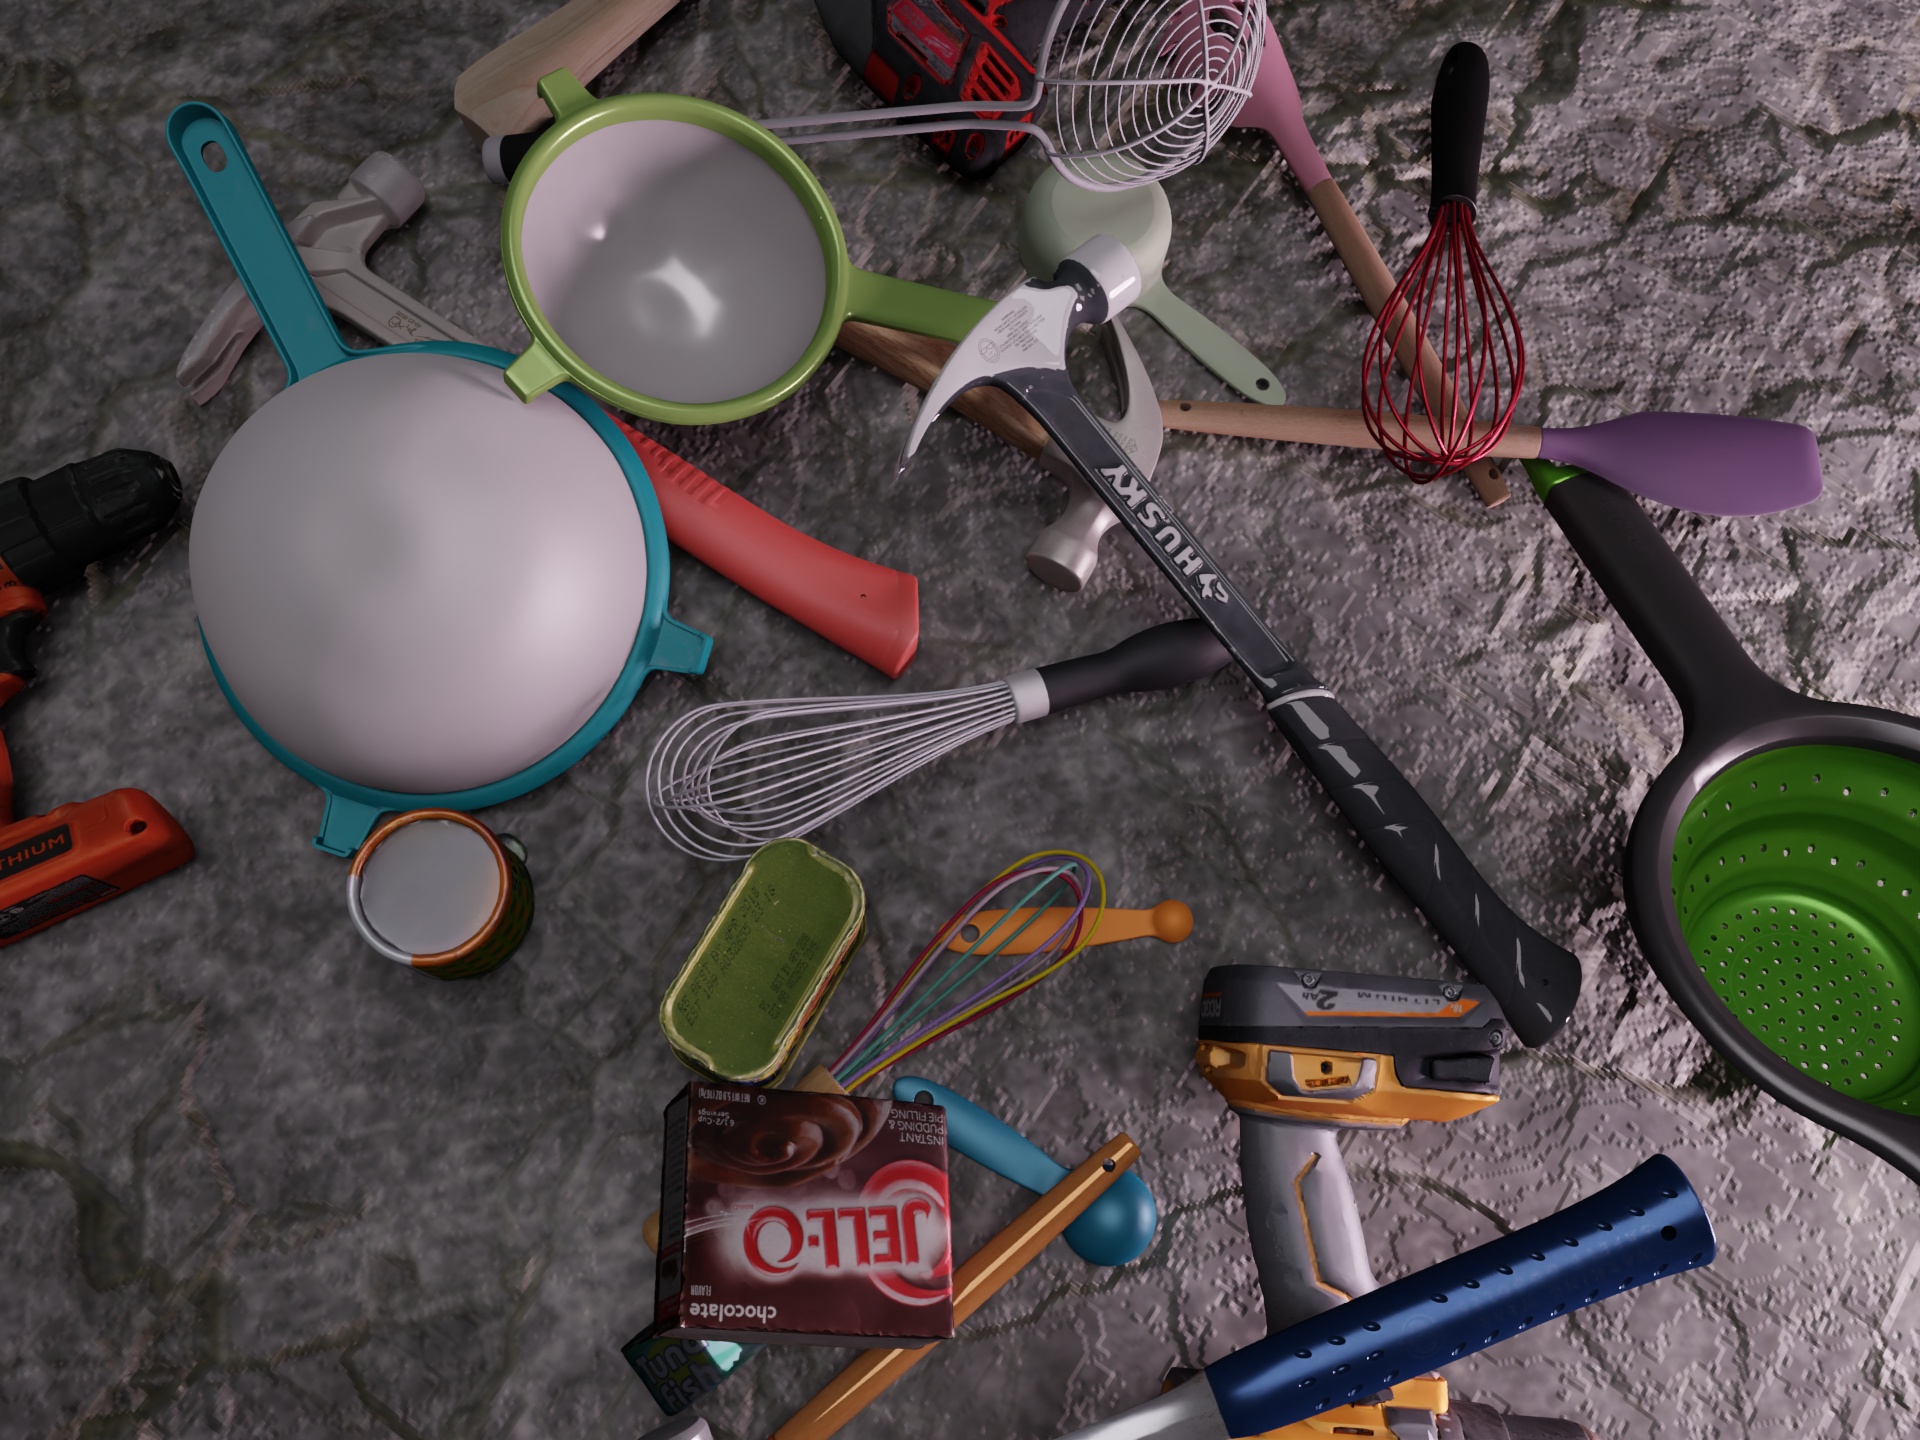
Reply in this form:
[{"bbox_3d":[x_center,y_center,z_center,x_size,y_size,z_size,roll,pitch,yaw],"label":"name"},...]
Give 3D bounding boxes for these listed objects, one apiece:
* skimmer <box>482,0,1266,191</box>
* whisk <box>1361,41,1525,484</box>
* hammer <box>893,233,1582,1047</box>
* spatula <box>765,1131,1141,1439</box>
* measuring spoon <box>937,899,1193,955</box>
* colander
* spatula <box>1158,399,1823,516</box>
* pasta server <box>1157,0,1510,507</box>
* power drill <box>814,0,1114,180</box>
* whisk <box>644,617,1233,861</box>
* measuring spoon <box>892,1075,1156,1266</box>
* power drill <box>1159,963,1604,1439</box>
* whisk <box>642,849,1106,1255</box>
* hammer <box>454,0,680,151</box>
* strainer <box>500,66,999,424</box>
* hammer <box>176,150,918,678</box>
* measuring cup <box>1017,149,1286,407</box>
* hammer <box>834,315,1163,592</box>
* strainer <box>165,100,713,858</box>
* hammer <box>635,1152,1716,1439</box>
[{"bbox_3d":[-0.042,-0.294,0.739,0.363,0.127,0.090,-2,54,11],"label":"skimmer"},{"bbox_3d":[0.238,-0.233,0.776,0.073,0.073,0.296,14,60,-1],"label":"whisk"},{"bbox_3d":[0.136,-0.021,0.710,0.149,0.036,0.409,-39,90,-17],"label":"hammer"},{"bbox_3d":[-0.051,0.275,0.631,0.322,0.041,0.081,-39,79,-9],"label":"spatula"},{"bbox_3d":[0.048,0.092,0.712,0.117,0.011,0.021,-3,75,-5],"label":"measuring spoon"},{"bbox_3d":[0.354,0.035,0.725,0.204,0.094,0.398,-16,59,-9],"label":"colander"},{"bbox_3d":[0.253,-0.134,0.768,0.316,0.018,0.060,6,64,5],"label":"spatula"},{"bbox_3d":[0.194,-0.246,0.813,0.060,0.040,0.316,-26,82,-11],"label":"pasta server"},{"bbox_3d":[0.030,-0.393,0.807,0.143,0.078,0.220,43,79,-1],"label":"power drill"},{"bbox_3d":[-0.001,-0.003,0.714,0.284,0.070,0.070,-16,77,-14],"label":"whisk"},{"bbox_3d":[0.027,0.188,0.678,0.128,0.021,0.042,31,74,3],"label":"measuring spoon"},{"bbox_3d":[0.179,0.221,0.655,0.185,0.084,0.226,5,79,-3],"label":"power drill"},{"bbox_3d":[-0.034,0.140,0.672,0.245,0.051,0.047,-41,85,-8],"label":"whisk"},{"bbox_3d":[-0.094,-0.429,0.817,0.146,0.038,0.411,36,76,23],"label":"hammer"},{"bbox_3d":[-0.081,-0.190,0.729,0.256,0.069,0.151,7,78,-20],"label":"strainer"},{"bbox_3d":[-0.177,-0.120,0.739,0.359,0.036,0.149,33,75,5],"label":"hammer"},{"bbox_3d":[0.101,-0.217,0.787,0.167,0.038,0.083,43,76,9],"label":"measuring cup"},{"bbox_3d":[-0.051,-0.197,0.774,0.331,0.031,0.130,31,75,4],"label":"hammer"},{"bbox_3d":[-0.264,-0.123,0.668,0.211,0.095,0.340,-28,88,-1],"label":"strainer"},{"bbox_3d":[0.087,0.263,0.590,0.405,0.035,0.144,-22,83,-1],"label":"hammer"}]
